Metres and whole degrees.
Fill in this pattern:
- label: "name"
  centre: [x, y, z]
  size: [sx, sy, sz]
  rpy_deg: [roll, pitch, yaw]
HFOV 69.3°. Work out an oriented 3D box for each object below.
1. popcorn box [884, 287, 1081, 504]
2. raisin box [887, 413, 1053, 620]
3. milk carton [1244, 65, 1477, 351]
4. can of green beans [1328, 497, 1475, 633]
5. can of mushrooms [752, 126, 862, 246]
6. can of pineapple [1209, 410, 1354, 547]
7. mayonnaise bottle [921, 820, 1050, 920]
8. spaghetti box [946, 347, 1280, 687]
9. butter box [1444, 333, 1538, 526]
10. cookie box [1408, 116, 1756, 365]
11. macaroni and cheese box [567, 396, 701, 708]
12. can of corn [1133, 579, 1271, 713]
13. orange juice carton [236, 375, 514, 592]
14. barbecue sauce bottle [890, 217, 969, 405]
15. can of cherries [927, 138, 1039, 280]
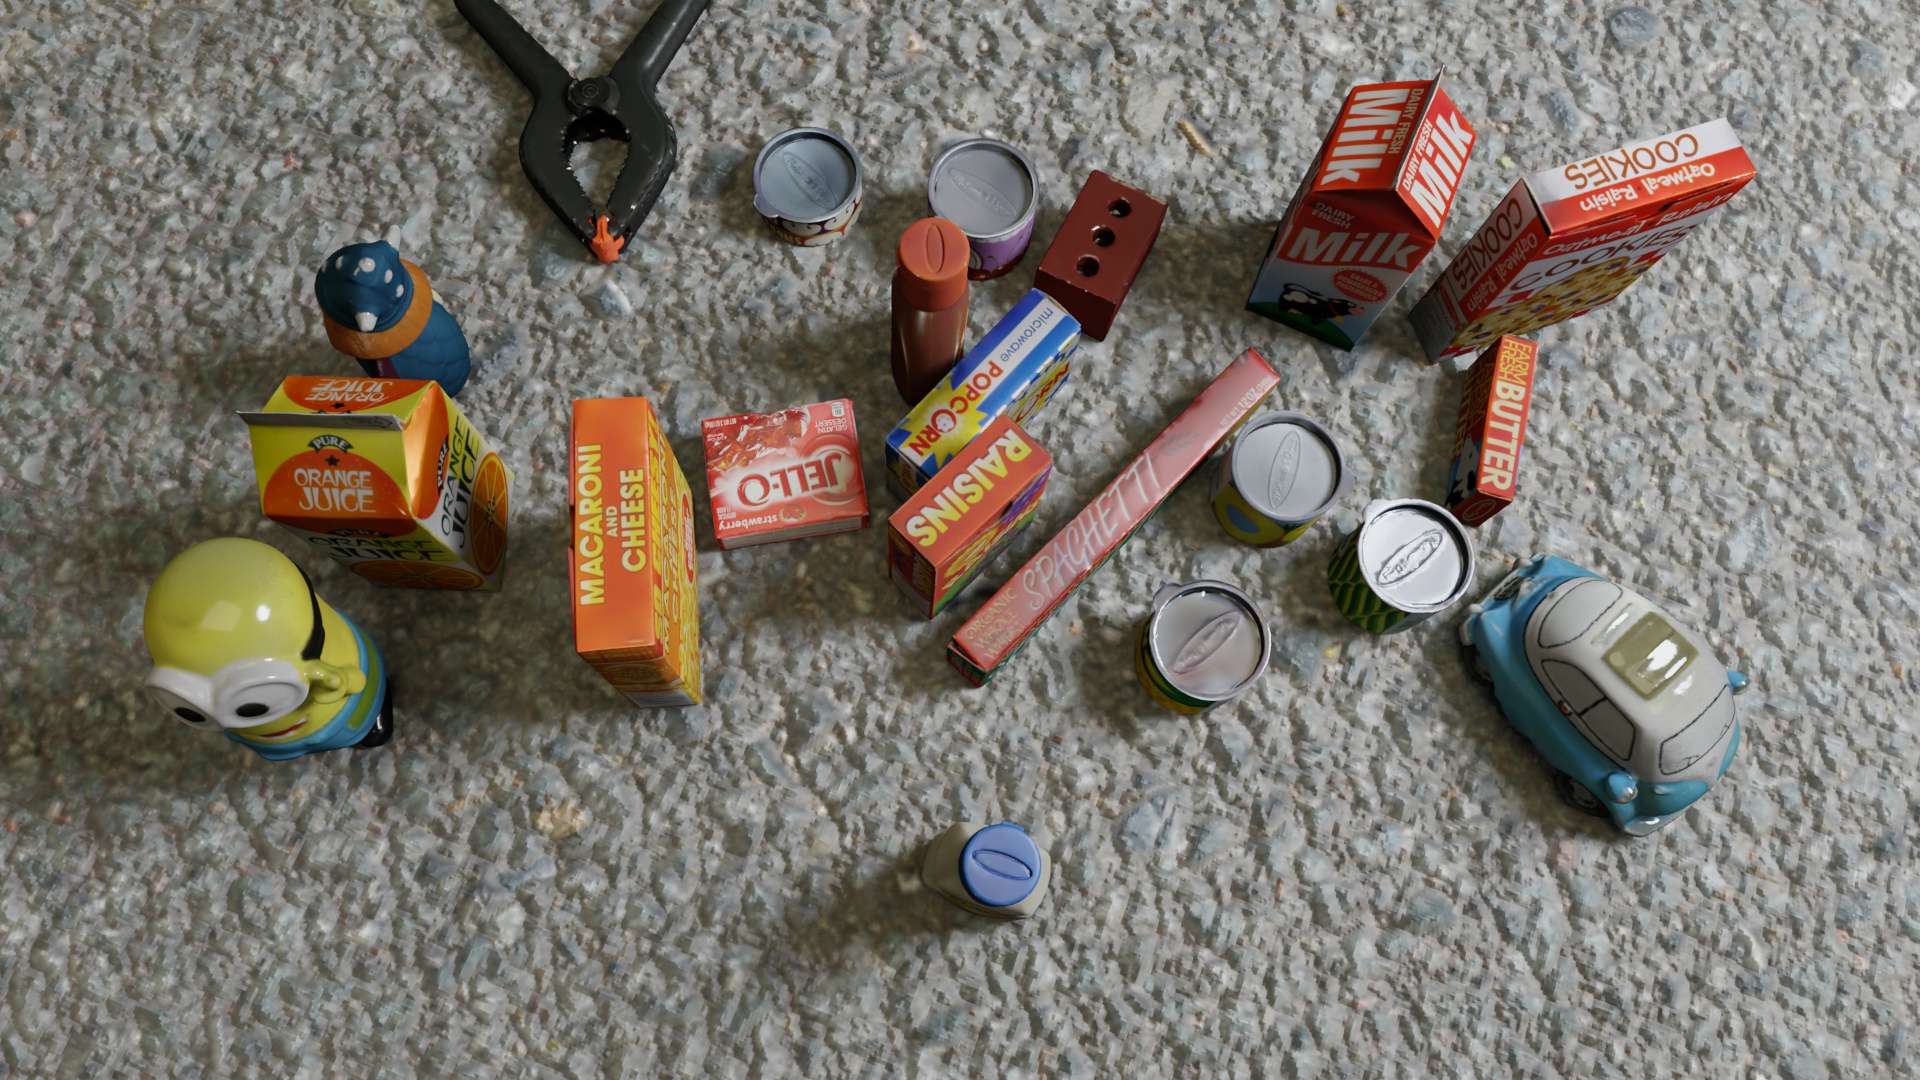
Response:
- label: "popcorn box"
  centre: [0.012, -0.074, 0.791]
  size: [0.038, 0.085, 0.127]
  rpy_deg: [41, 76, 8]
- label: "raisin box"
  centre: [0.003, -0.009, 0.752]
  size: [0.086, 0.123, 0.040]
  rpy_deg: [-43, 80, -13]
- label: "milk carton"
  centre: [0.225, -0.184, 0.779]
  size: [0.073, 0.190, 0.072]
  rpy_deg: [23, 75, 4]
- label: "can of green beans"
  centre: [0.249, 0.016, 0.791]
  size: [0.071, 0.057, 0.071]
  rpy_deg: [1, 74, -3]
- label: "can of mushrooms"
  centre: [-0.095, -0.216, 0.853]
  size: [0.071, 0.033, 0.071]
  rpy_deg: [1, 74, -3]
- label: "can of pineapple"
  centre: [0.183, -0.033, 0.802]
  size: [0.071, 0.057, 0.071]
  rpy_deg: [1, 74, -3]
- label: "mayonnaise bottle"
  centre: [0.014, 0.164, 0.689]
  size: [0.065, 0.147, 0.041]
  rpy_deg: [19, 74, 3]
- label: "spaghetti box"
  centre: [0.088, -0.013, 0.795]
  size: [0.029, 0.050, 0.251]
  rpy_deg: [44, 76, 9]
- label: "butter box"
  centre: [0.313, -0.065, 0.820]
  size: [0.024, 0.053, 0.104]
  rpy_deg: [15, 74, 2]
- label: "cookie box"
  centre: [0.346, -0.165, 0.791]
  size: [0.123, 0.167, 0.040]
  rpy_deg: [-18, 76, -8]
- label: "macaroni and cheese box"
  centre: [-0.165, 0.013, 0.714]
  size: [0.040, 0.166, 0.124]
  rpy_deg: [-4, 74, -4]
- label: "can of corn"
  centre: [0.131, 0.059, 0.772]
  size: [0.071, 0.058, 0.071]
  rpy_deg: [1, 74, -3]
- label: "orange juice carton"
  centre: [-0.291, -0.031, 0.707]
  size: [0.072, 0.192, 0.073]
  rpy_deg: [2, 74, -2]
- label: "barbecue sauce bottle"
  centre: [-0.017, -0.128, 0.772]
  size: [0.044, 0.148, 0.065]
  rpy_deg: [-2, 74, -3]
- label: "can of cherries"
  centre: [0.010, -0.198, 0.841]
  size: [0.071, 0.058, 0.071]
  rpy_deg: [1, 74, -3]
